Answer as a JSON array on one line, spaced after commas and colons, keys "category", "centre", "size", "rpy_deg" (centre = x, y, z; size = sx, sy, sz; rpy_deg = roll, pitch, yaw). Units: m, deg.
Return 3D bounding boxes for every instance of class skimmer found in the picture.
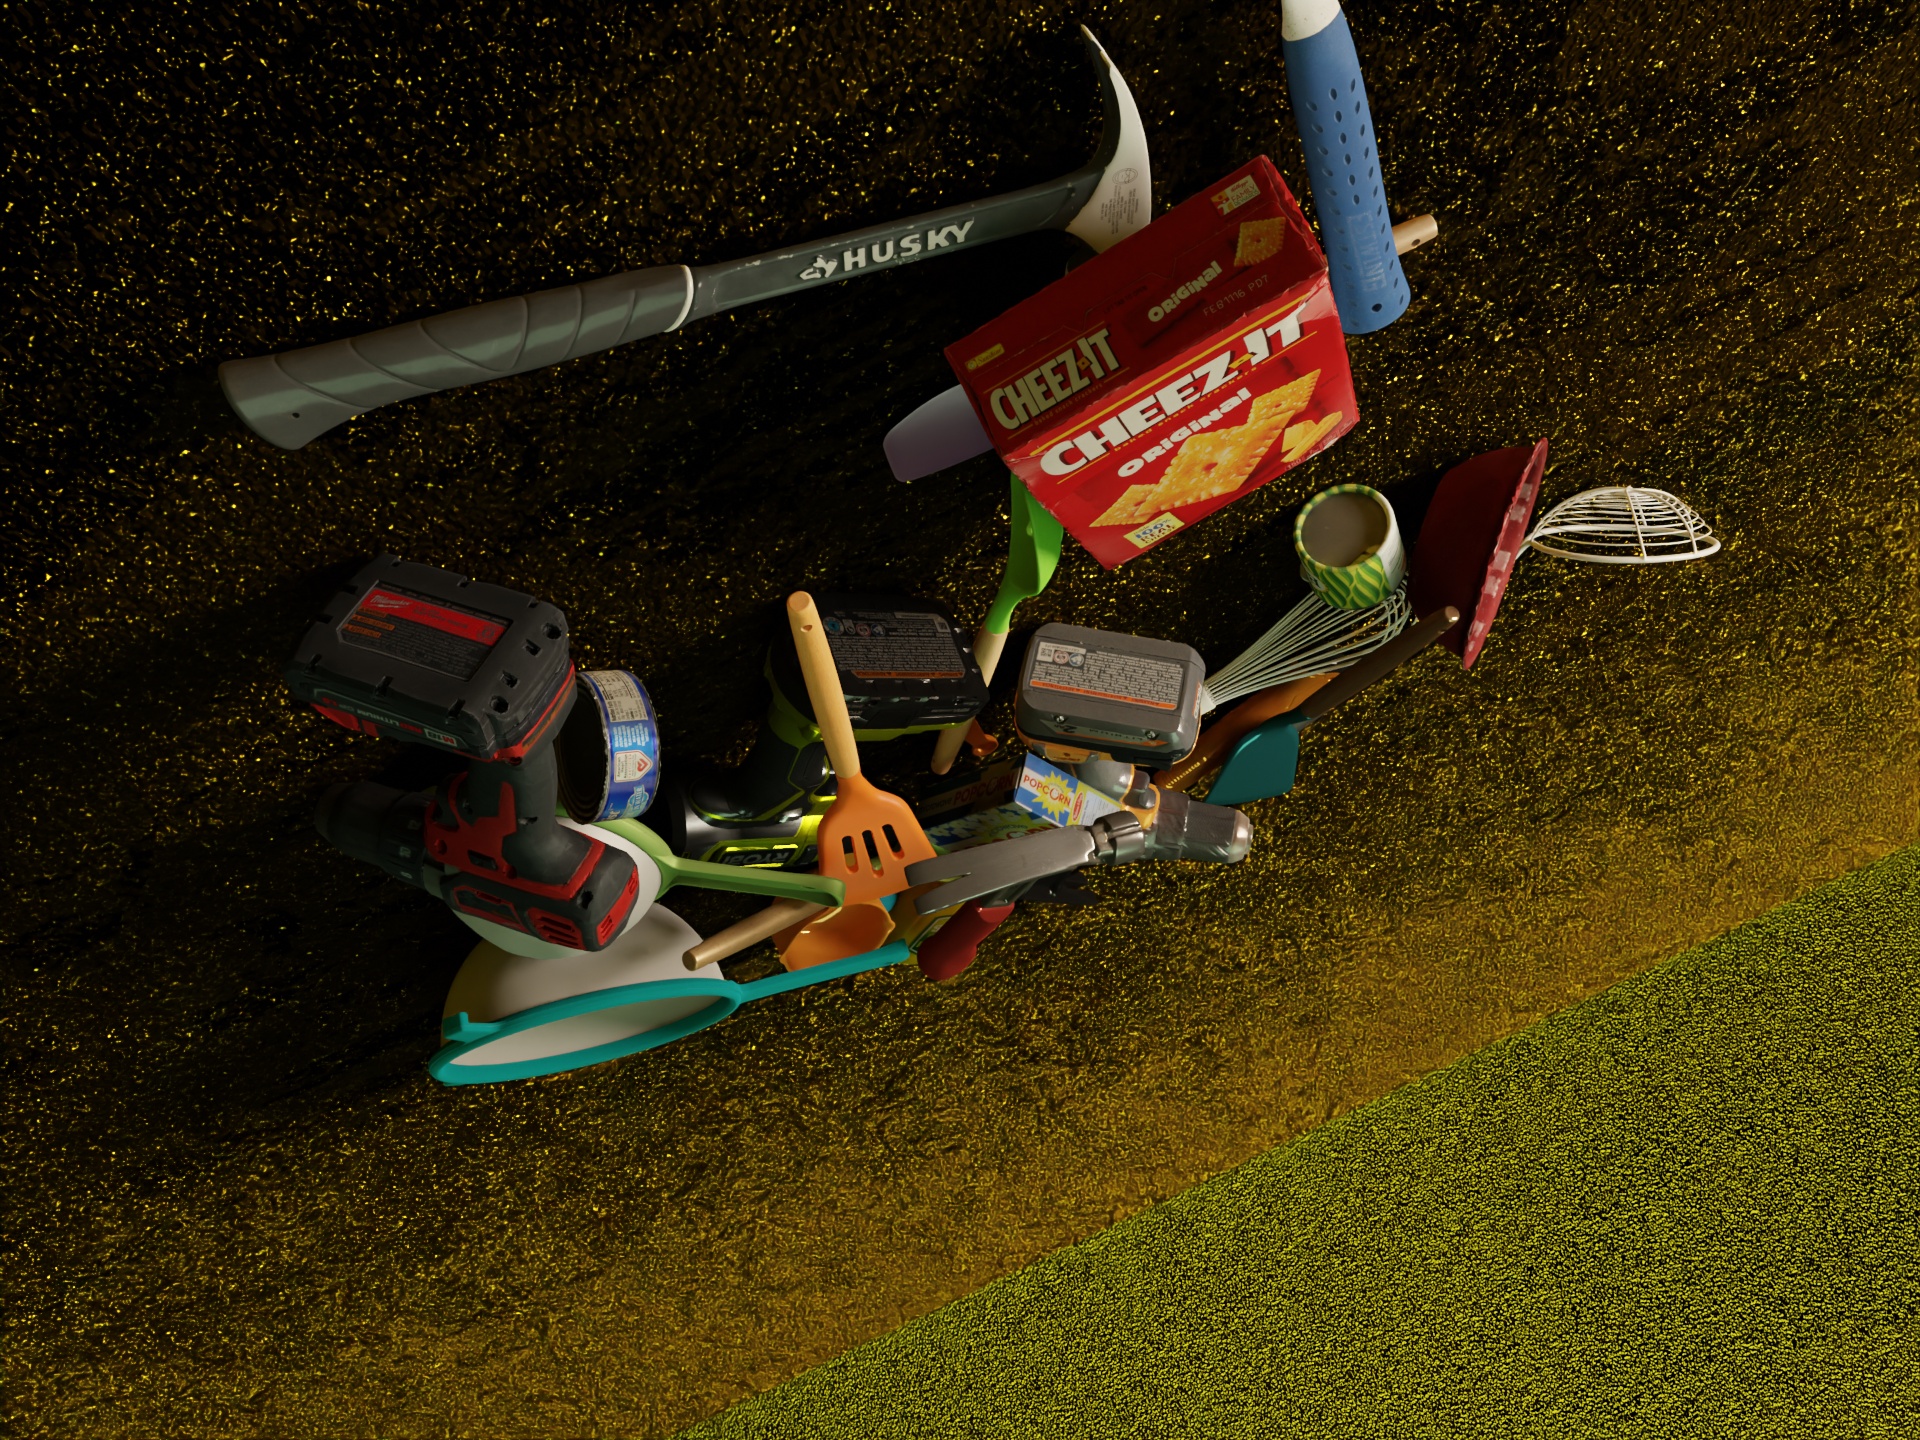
[{"category": "skimmer", "centre": [0.391, -0.060, 1.219], "size": [0.363, 0.090, 0.127], "rpy_deg": [-39, 180, 28]}]

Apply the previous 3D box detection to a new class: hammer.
[{"category": "hammer", "centre": [0.151, -0.305, 0.667], "size": [0.144, 0.035, 0.405], "rpy_deg": [-29, 148, 7]}, {"category": "hammer", "centre": [-0.104, -0.189, 0.683], "size": [0.409, 0.036, 0.149], "rpy_deg": [-18, 149, -13]}, {"category": "hammer", "centre": [0.006, 0.137, 1.106], "size": [0.149, 0.037, 0.359], "rpy_deg": [-13, 165, -16]}, {"category": "hammer", "centre": [0.179, 0.048, 1.294], "size": [0.337, 0.034, 0.127], "rpy_deg": [-41, 147, 27]}]

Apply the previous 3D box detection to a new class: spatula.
[{"category": "spatula", "centre": [0.271, -0.007, 1.152], "size": [0.082, 0.044, 0.317], "rpy_deg": [-7, 163, -20]}, {"category": "spatula", "centre": [0.106, -0.201, 0.841], "size": [0.316, 0.018, 0.059], "rpy_deg": [-23, 151, -1]}, {"category": "spatula", "centre": [-0.064, 0.024, 0.893], "size": [0.081, 0.041, 0.322], "rpy_deg": [-16, 153, -4]}]

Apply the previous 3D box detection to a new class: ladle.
[{"category": "ladle", "centre": [-0.073, 0.122, 1.088], "size": [0.078, 0.062, 0.320], "rpy_deg": [-28, 176, 35]}]

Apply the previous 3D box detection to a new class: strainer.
[{"category": "strainer", "centre": [-0.205, 0.165, 1.118], "size": [0.340, 0.095, 0.211], "rpy_deg": [-11, 162, -21]}, {"category": "strainer", "centre": [-0.200, 0.112, 0.966], "size": [0.256, 0.069, 0.151], "rpy_deg": [7, 148, 0]}]

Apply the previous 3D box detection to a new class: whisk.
[{"category": "whisk", "centre": [0.203, -0.032, 1.165], "size": [0.284, 0.070, 0.070], "rpy_deg": [-28, 151, 17]}]

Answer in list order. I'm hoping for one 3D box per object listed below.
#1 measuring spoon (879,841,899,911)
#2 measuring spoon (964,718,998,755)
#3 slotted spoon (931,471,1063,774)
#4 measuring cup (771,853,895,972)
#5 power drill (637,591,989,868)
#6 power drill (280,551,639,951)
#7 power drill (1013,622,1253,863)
[{"category": "measuring spoon", "centre": [-0.050, 0.120, 1.249], "size": [0.042, 0.021, 0.128], "rpy_deg": [-3, 144, -34]}, {"category": "measuring spoon", "centre": [-0.002, -0.004, 1.098], "size": [0.021, 0.011, 0.116], "rpy_deg": [-28, 148, 10]}, {"category": "slotted spoon", "centre": [0.017, -0.047, 0.989], "size": [0.031, 0.070, 0.313], "rpy_deg": [-4, 150, -16]}, {"category": "measuring cup", "centre": [-0.098, 0.121, 1.192], "size": [0.095, 0.052, 0.173], "rpy_deg": [-14, 136, -24]}, {"category": "power drill", "centre": [-0.079, 0.020, 1.008], "size": [0.190, 0.080, 0.228], "rpy_deg": [-1, 146, -35]}, {"category": "power drill", "centre": [-0.268, 0.024, 0.816], "size": [0.188, 0.080, 0.226], "rpy_deg": [16, 142, 12]}, {"category": "power drill", "centre": [0.121, 0.033, 1.110], "size": [0.185, 0.084, 0.226], "rpy_deg": [10, 150, 7]}]
